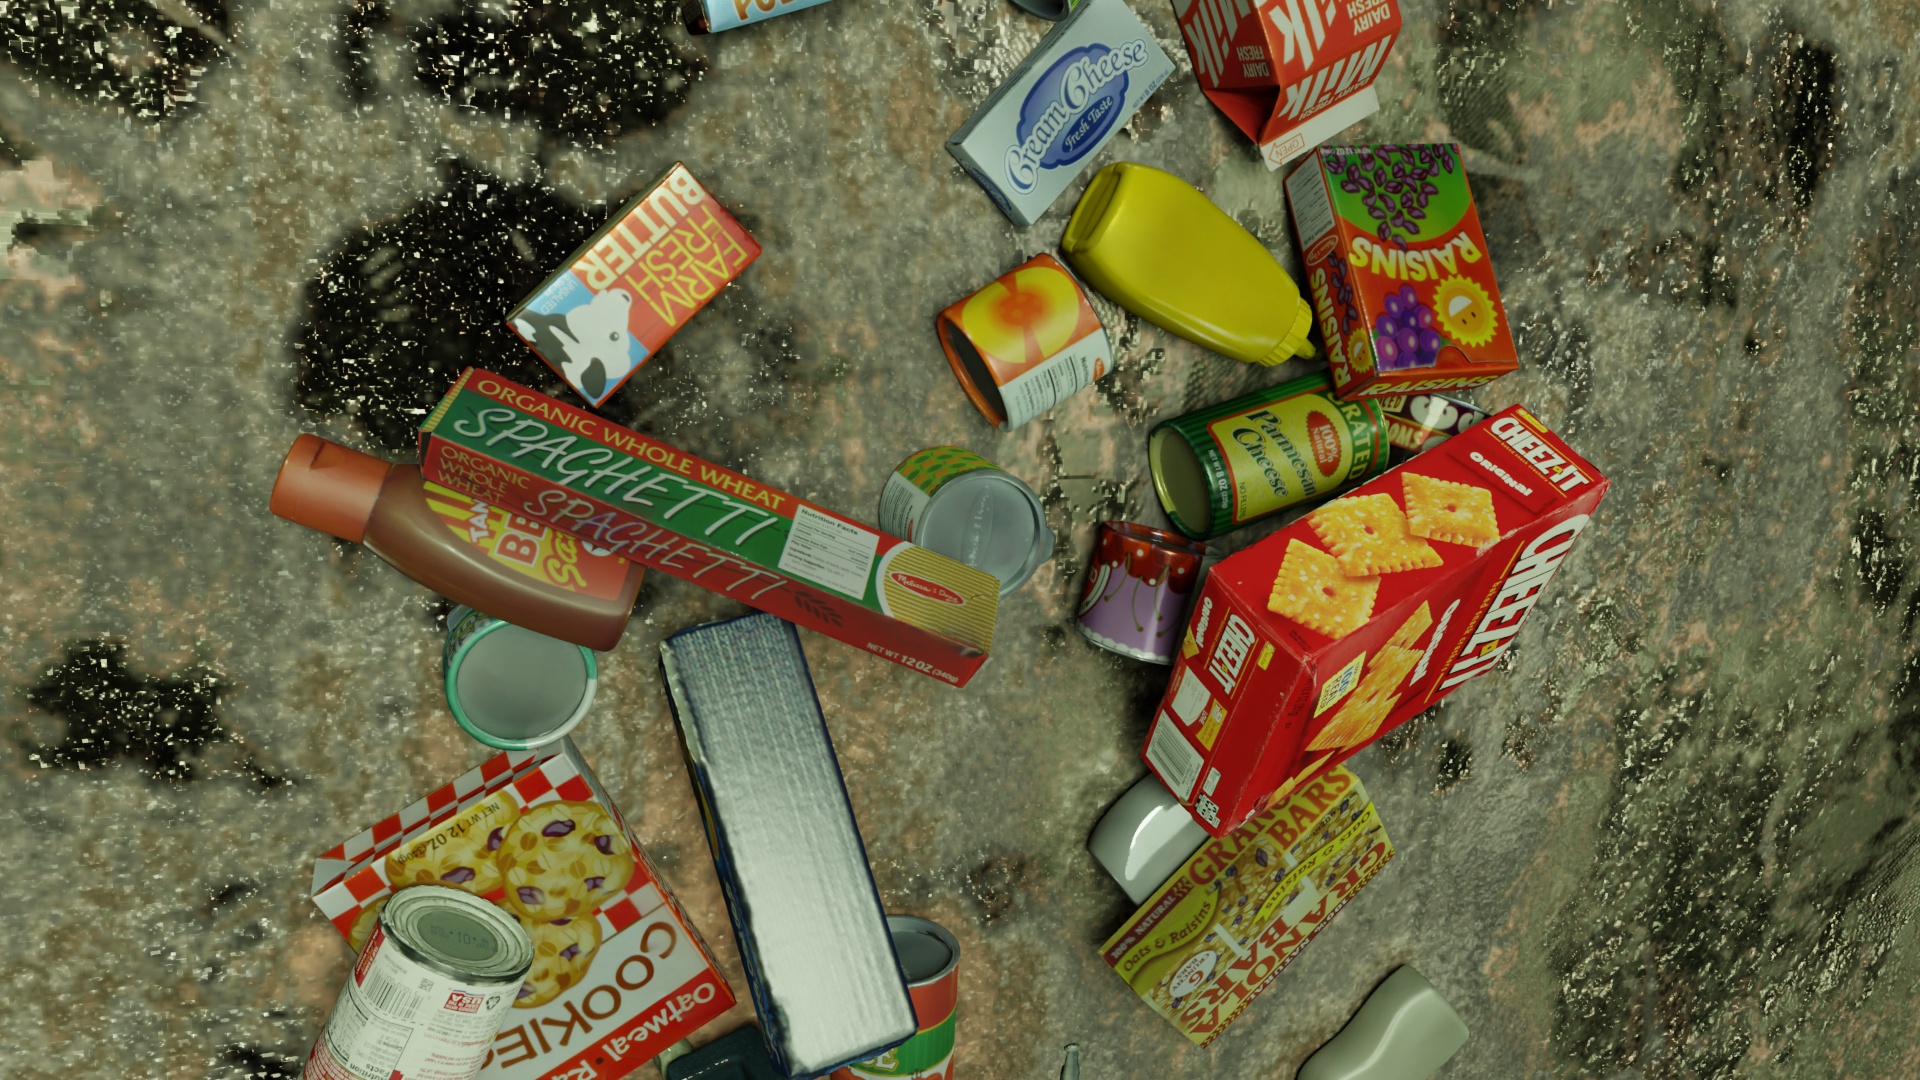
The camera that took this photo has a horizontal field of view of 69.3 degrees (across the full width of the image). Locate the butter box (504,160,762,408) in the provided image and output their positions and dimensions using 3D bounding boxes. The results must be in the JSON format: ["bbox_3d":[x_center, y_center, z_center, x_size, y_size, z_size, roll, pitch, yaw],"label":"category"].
[{"bbox_3d":[-0.141,-0.111,0.603,0.103,0.024,0.053,-44,115,-5],"label":"butter box"}]

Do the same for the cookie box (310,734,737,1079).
[{"bbox_3d":[-0.201,0.188,0.657,0.123,0.040,0.167,-31,114,-11],"label":"cookie box"}]

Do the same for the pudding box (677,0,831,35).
[{"bbox_3d":[-0.074,-0.236,0.579,0.084,0.050,0.030,-22,114,-14],"label":"pudding box"}]

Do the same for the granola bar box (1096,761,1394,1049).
[{"bbox_3d":[0.166,0.202,0.780,0.165,0.039,0.124,-44,140,-4],"label":"granola bar box"}]

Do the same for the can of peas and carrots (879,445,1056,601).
[{"bbox_3d":[0.002,-0.008,0.670,0.071,0.059,0.070,-6,108,-20],"label":"can of peas and carrots"}]

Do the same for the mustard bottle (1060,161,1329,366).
[{"bbox_3d":[0.126,-0.125,0.690,0.160,0.049,0.065,28,92,-26],"label":"mustard bottle"}]

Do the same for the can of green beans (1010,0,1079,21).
[{"bbox_3d":[0.038,-0.271,0.603,0.071,0.071,0.058,38,89,-26],"label":"can of green beans"}]

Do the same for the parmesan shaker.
[{"bbox_3d":[0.159,-0.042,0.716,0.103,0.071,0.071,-19,111,-15],"label":"parmesan shaker"}]

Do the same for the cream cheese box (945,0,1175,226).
[{"bbox_3d":[0.047,-0.203,0.650,0.053,0.024,0.104,43,87,-24],"label":"cream cheese box"}]

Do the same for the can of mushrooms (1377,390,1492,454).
[{"bbox_3d":[0.244,-0.064,0.743,0.071,0.071,0.033,16,101,-24],"label":"can of mushrooms"}]

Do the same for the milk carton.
[{"bbox_3d":[0.140,-0.273,0.639,0.072,0.073,0.190,-31,114,-11],"label":"milk carton"}]

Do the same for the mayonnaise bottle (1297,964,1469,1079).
[{"bbox_3d":[0.250,0.339,0.878,0.148,0.041,0.064,-41,114,-5],"label":"mayonnaise bottle"}]

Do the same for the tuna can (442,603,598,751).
[{"bbox_3d":[-0.199,0.057,0.624,0.071,0.033,0.071,-6,108,-20],"label":"tuna can"}]

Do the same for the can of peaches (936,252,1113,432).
[{"bbox_3d":[0.028,-0.094,0.653,0.058,0.071,0.071,-32,114,-9],"label":"can of peaches"}]

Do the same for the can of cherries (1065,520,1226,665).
[{"bbox_3d":[0.095,0.025,0.713,0.071,0.071,0.058,9,102,-23],"label":"can of cherries"}]

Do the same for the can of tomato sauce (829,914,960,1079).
[{"bbox_3d":[-0.036,0.250,0.724,0.071,0.071,0.082,-3,107,-20],"label":"can of tomato sauce"}]

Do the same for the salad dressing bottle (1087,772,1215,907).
[{"bbox_3d":[0.139,0.139,0.775,0.148,0.044,0.064,-40,119,-8],"label":"salad dressing bottle"}]

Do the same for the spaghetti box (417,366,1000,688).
[{"bbox_3d":[-0.103,-0.005,0.597,0.250,0.050,0.028,22,131,-9],"label":"spaghetti box"}]

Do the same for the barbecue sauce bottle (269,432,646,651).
[{"bbox_3d":[-0.210,-0.003,0.589,0.148,0.065,0.043,20,131,-16],"label":"barbecue sauce bottle"}]

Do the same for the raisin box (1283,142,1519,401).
[{"bbox_3d":[0.221,-0.136,0.698,0.086,0.040,0.123,-6,77,-20],"label":"raisin box"}]
